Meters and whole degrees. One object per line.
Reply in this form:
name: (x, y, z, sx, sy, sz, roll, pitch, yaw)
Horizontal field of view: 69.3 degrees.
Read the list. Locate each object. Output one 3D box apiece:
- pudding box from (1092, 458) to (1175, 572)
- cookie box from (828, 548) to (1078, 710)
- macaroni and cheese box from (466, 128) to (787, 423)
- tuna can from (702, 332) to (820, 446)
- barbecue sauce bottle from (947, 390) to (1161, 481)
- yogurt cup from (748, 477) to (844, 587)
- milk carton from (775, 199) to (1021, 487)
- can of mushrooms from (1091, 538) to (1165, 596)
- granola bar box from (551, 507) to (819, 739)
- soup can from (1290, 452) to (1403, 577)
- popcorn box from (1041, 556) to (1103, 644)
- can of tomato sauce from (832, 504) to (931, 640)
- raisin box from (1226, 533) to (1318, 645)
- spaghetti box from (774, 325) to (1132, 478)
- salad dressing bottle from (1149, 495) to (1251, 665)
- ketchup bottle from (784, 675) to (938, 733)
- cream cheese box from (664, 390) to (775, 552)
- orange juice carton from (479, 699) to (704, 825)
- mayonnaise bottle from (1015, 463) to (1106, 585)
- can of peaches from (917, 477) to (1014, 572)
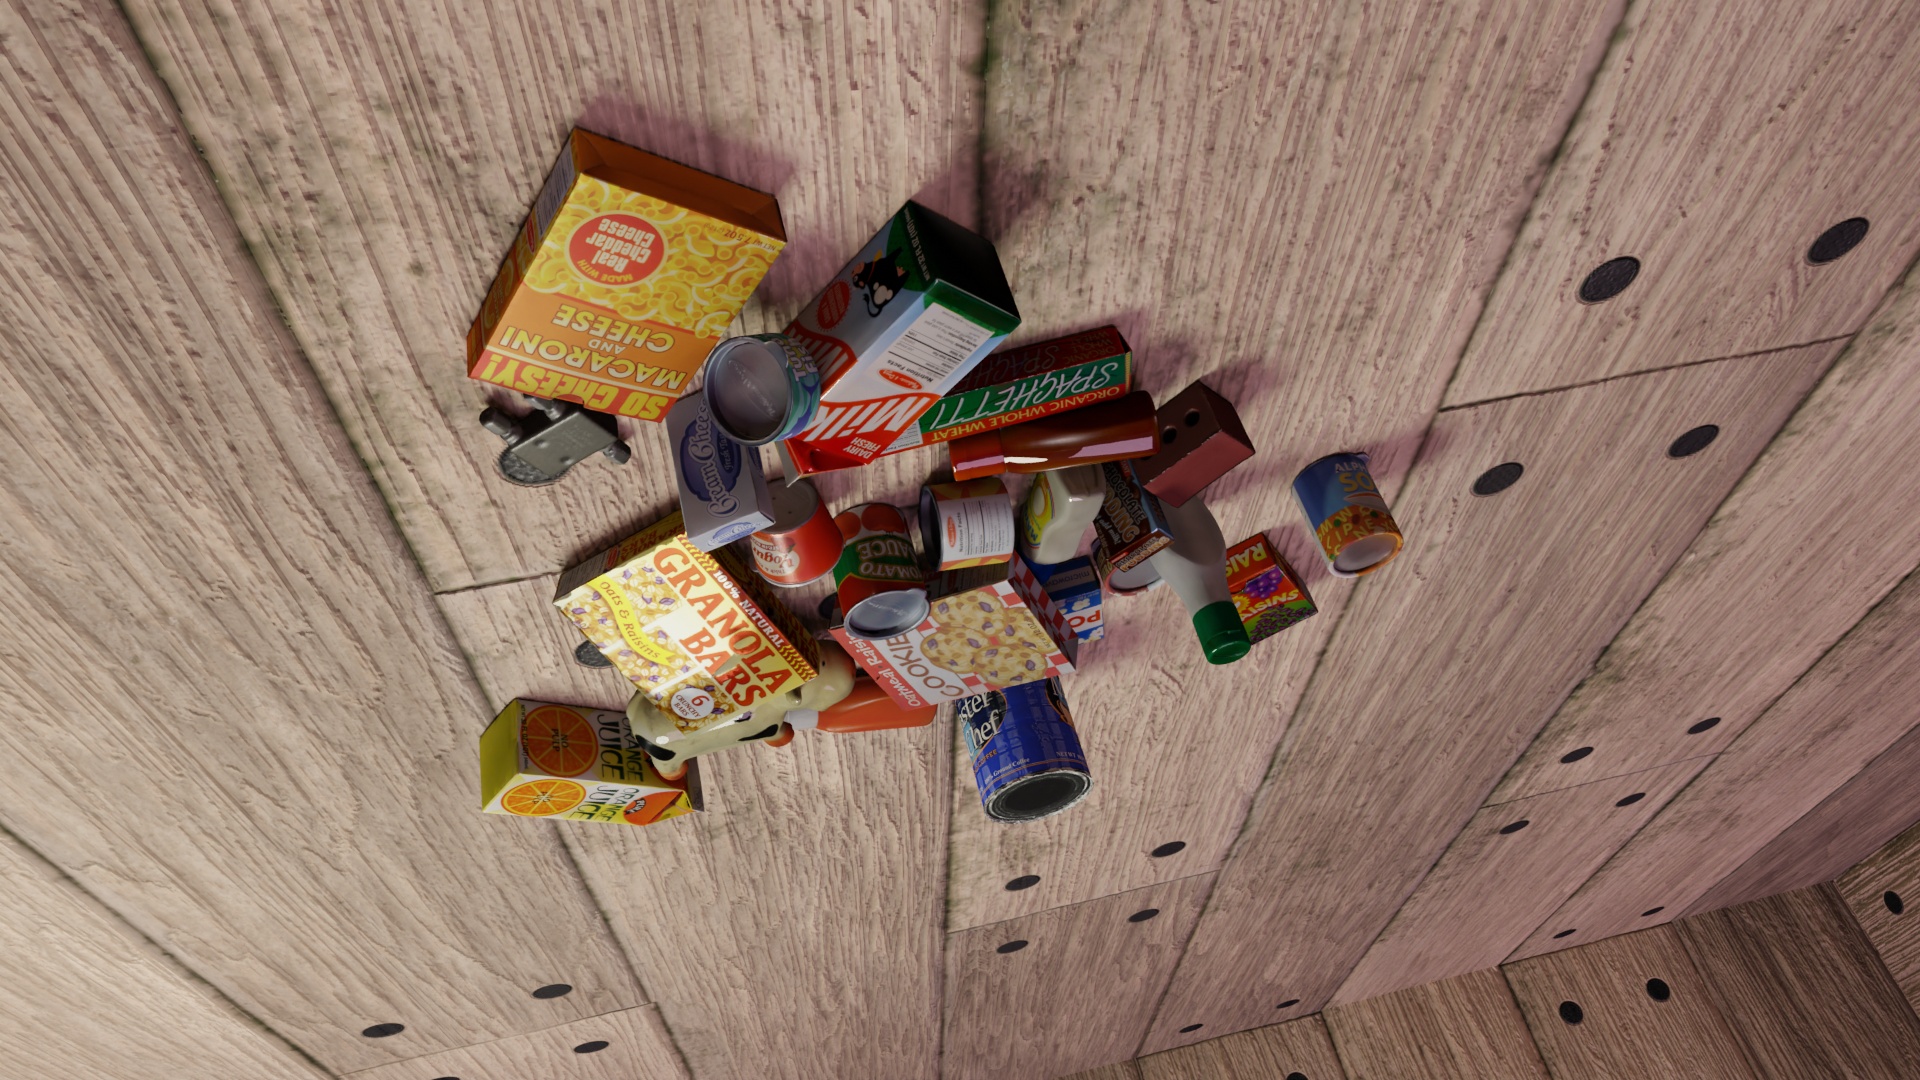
pudding box: (0.127, -0.024, 1.070, 0.049, 0.084, 0.030, -33, 143, 23)
cookie box: (-0.005, 0.077, 1.137, 0.167, 0.040, 0.122, -16, 132, 25)
macaroni and cheese box: (-0.195, -0.143, 0.797, 0.124, 0.040, 0.165, 12, 137, -35)
tuna can: (-0.117, -0.093, 0.832, 0.071, 0.071, 0.033, -40, 172, 30)
barbecue sauce bottle: (0.066, -0.073, 0.997, 0.148, 0.065, 0.043, -10, 112, 2)
yogurt cup: (-0.123, -0.008, 1.004, 0.072, 0.073, 0.053, -16, 138, -2)
milk carton: (-0.058, -0.114, 0.871, 0.073, 0.072, 0.189, 19, 131, -41)
can of mushrooms: (0.147, 0.017, 1.184, 0.071, 0.033, 0.070, -12, 147, -8)
granola bar box: (-0.202, 0.063, 1.043, 0.124, 0.039, 0.165, -27, 123, 14)
soup can: (0.325, -0.022, 1.160, 0.071, 0.084, 0.071, -12, 145, -8)
popcorn box: (0.060, 0.066, 1.212, 0.127, 0.038, 0.084, -15, 146, -2)
can of tomato sauce: (-0.063, 0.023, 1.055, 0.071, 0.083, 0.070, -12, 146, -8)
raisin box: (0.267, 0.050, 1.279, 0.086, 0.040, 0.123, -28, 144, 18)
spaghetti box: (-0.005, -0.095, 0.960, 0.250, 0.029, 0.050, -14, 146, -4)
salad dressing bottle: (0.191, 0.029, 1.117, 0.064, 0.148, 0.043, -4, 144, -18)
ketchup bottle: (-0.097, 0.149, 1.259, 0.149, 0.044, 0.064, -3, 144, -20)
cream cheese box: (-0.156, -0.048, 0.894, 0.053, 0.104, 0.024, -22, 153, 11)
orange juice carton: (-0.311, 0.197, 1.210, 0.193, 0.072, 0.072, 15, 136, -38)
mayonnaise bottle: (0.072, -0.016, 1.081, 0.041, 0.065, 0.147, -5, 148, -18)
can of peaches: (0.004, -0.013, 1.052, 0.058, 0.071, 0.071, -7, 145, -14)
